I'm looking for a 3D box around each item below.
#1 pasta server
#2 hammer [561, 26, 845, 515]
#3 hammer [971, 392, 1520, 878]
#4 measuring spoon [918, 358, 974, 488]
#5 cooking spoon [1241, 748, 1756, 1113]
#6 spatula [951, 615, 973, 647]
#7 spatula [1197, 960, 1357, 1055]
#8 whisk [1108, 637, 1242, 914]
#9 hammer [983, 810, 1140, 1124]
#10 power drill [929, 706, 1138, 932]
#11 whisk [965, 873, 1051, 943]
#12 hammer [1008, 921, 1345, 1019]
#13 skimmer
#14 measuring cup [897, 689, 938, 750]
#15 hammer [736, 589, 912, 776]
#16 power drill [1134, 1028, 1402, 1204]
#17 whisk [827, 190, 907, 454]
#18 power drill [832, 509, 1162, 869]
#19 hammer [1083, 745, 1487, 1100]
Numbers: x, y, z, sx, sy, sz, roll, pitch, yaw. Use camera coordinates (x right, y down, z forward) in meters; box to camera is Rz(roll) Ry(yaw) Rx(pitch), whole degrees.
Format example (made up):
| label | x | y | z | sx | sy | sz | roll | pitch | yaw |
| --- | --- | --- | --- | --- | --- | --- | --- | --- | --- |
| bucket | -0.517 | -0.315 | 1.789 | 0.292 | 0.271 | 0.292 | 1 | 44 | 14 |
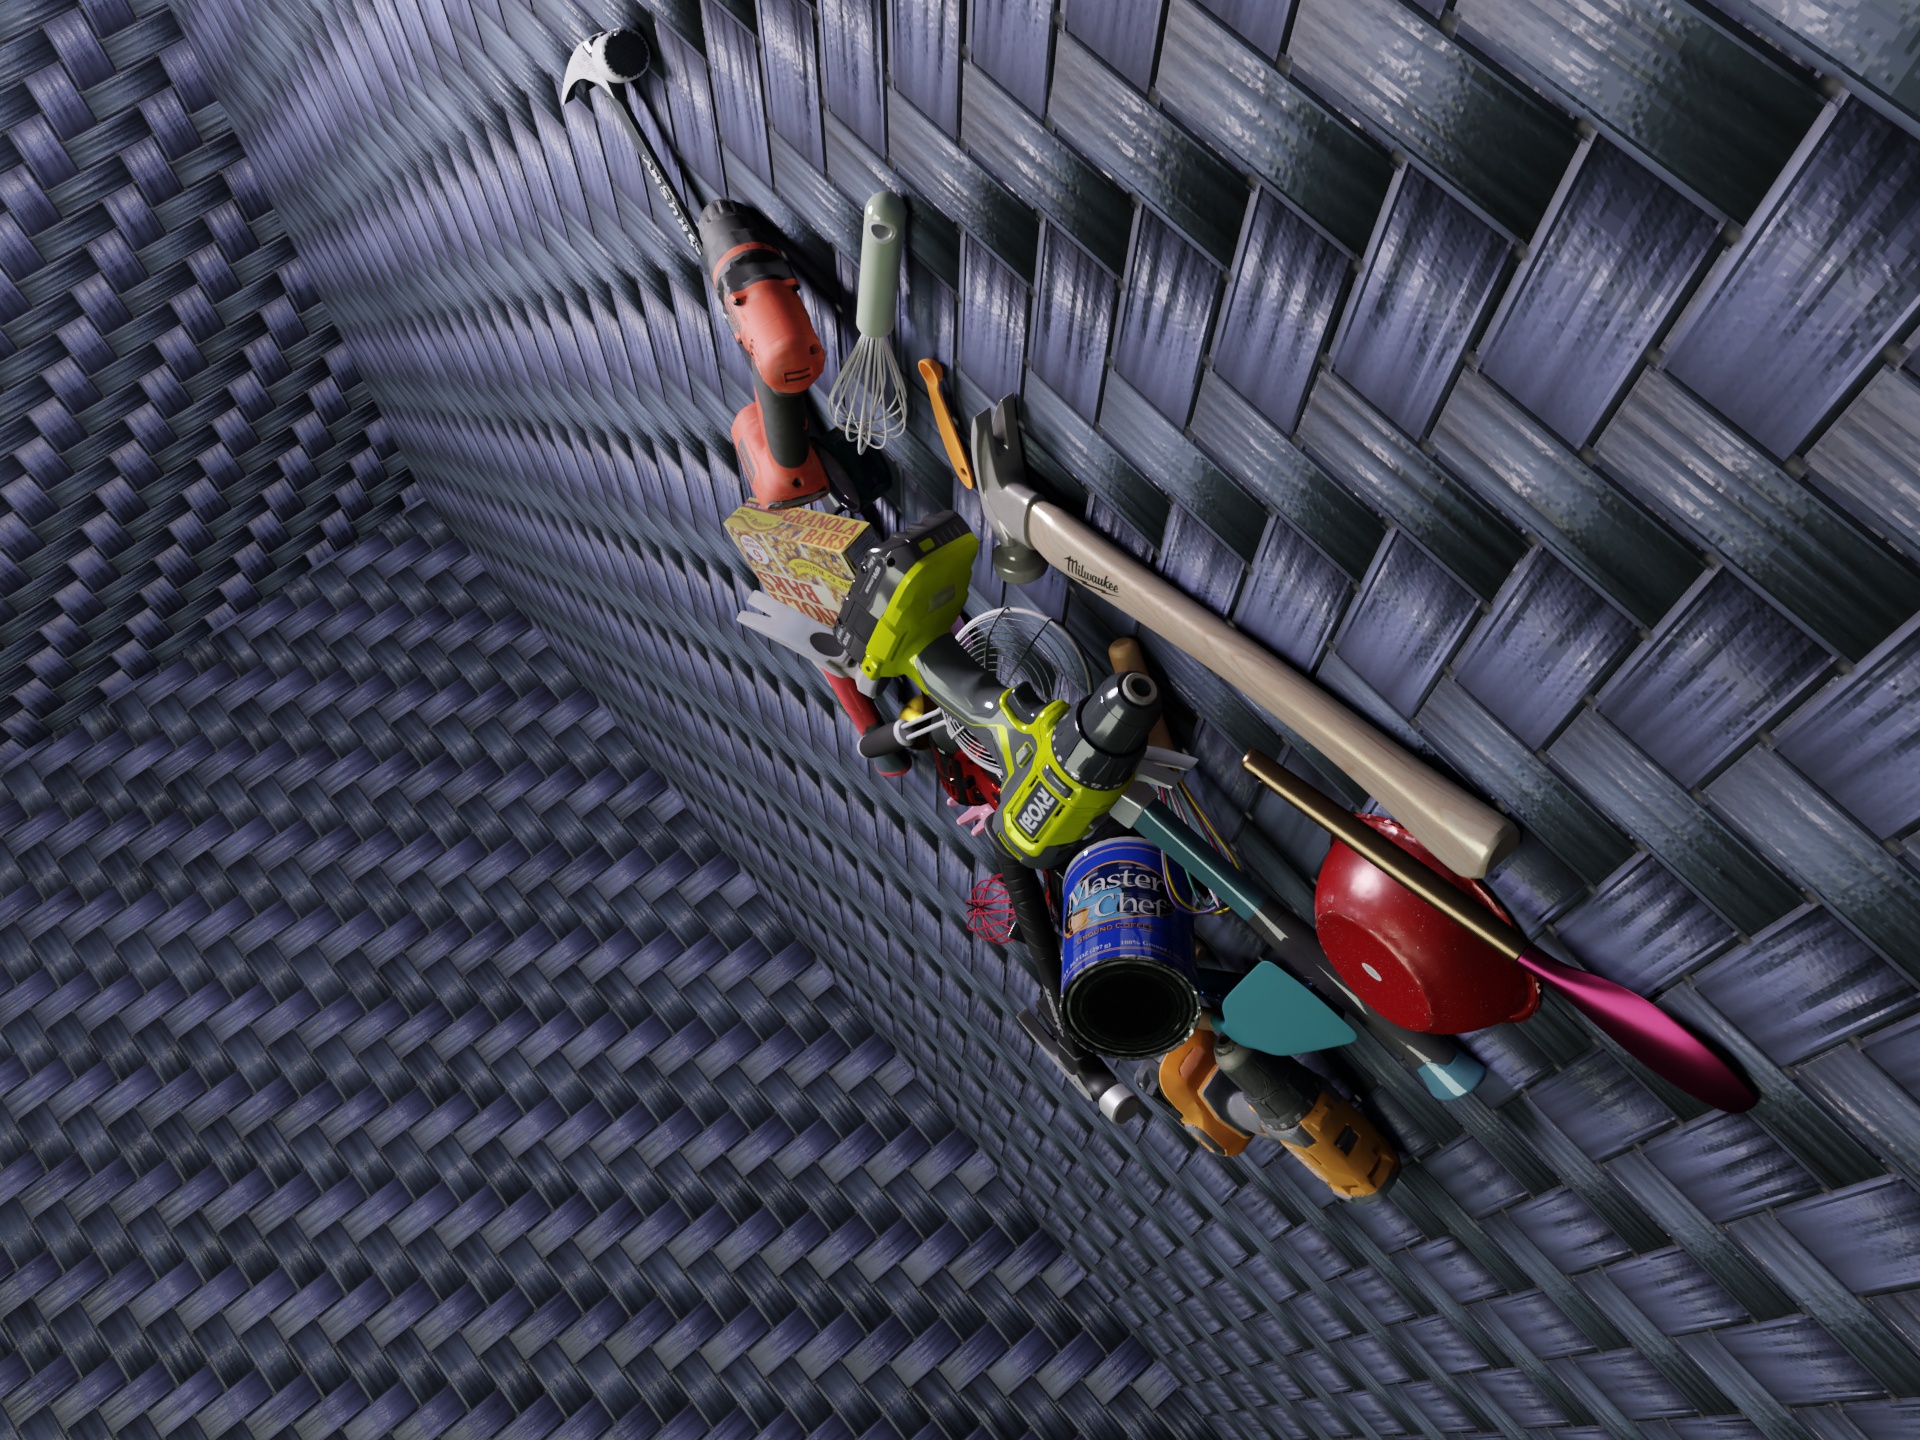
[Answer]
| label | x | y | z | sx | sy | sz | roll | pitch | yaw |
| --- | --- | --- | --- | --- | --- | --- | --- | --- | --- |
| pasta server | 0.099 | 0.130 | 1.428 | 0.316 | 0.040 | 0.060 | 35 | 139 | 42 |
| hammer | -0.186 | -0.332 | 1.242 | 0.149 | 0.036 | 0.408 | 26 | 150 | 57 |
| hammer | 0.151 | -0.049 | 0.934 | 0.411 | 0.038 | 0.146 | 40 | 158 | 33 |
| measuring spoon | -0.006 | -0.202 | 1.084 | 0.021 | 0.011 | 0.116 | 39 | 162 | 37 |
| cooking spoon | 0.286 | 0.112 | 0.874 | 0.319 | 0.017 | 0.068 | 37 | 164 | 19 |
| spatula | -0.088 | -0.135 | 1.413 | 0.316 | 0.018 | 0.059 | 35 | 159 | 42 |
| spatula | 0.195 | 0.217 | 1.198 | 0.082 | 0.044 | 0.317 | 40 | 169 | -3 |
| whisk | 0.152 | 0.044 | 1.125 | 0.047 | 0.051 | 0.244 | 5 | 130 | 39 |
| hammer | 0.071 | 0.202 | 1.360 | 0.146 | 0.035 | 0.334 | 40 | 156 | 46 |
| power drill | 0.053 | 0.067 | 1.362 | 0.220 | 0.078 | 0.143 | 46 | 161 | 30 |
| whisk | 0.074 | 0.183 | 1.566 | 0.073 | 0.073 | 0.296 | 54 | 158 | -6 |
| hammer | 0.177 | 0.215 | 1.340 | 0.144 | 0.035 | 0.405 | 33 | 165 | -19 |
| skimmer | -0.002 | -0.004 | 1.299 | 0.363 | 0.090 | 0.127 | 159 | 94 | -71 |
| measuring cup | -0.032 | -0.033 | 1.429 | 0.156 | 0.062 | 0.029 | 88 | 156 | -50 |
| hammer | -0.108 | -0.018 | 1.526 | 0.143 | 0.038 | 0.386 | 28 | 168 | 12 |
| power drill | 0.234 | 0.306 | 1.316 | 0.185 | 0.084 | 0.226 | 44 | 163 | -17 |
| whisk | -0.056 | -0.257 | 1.047 | 0.058 | 0.059 | 0.246 | 14 | 154 | 0 |
| power drill | 0.028 | -0.028 | 1.062 | 0.229 | 0.080 | 0.190 | 48 | 144 | 13 |
| hammer | 0.212 | 0.137 | 1.080 | 0.331 | 0.033 | 0.128 | 41 | 145 | 11 |
